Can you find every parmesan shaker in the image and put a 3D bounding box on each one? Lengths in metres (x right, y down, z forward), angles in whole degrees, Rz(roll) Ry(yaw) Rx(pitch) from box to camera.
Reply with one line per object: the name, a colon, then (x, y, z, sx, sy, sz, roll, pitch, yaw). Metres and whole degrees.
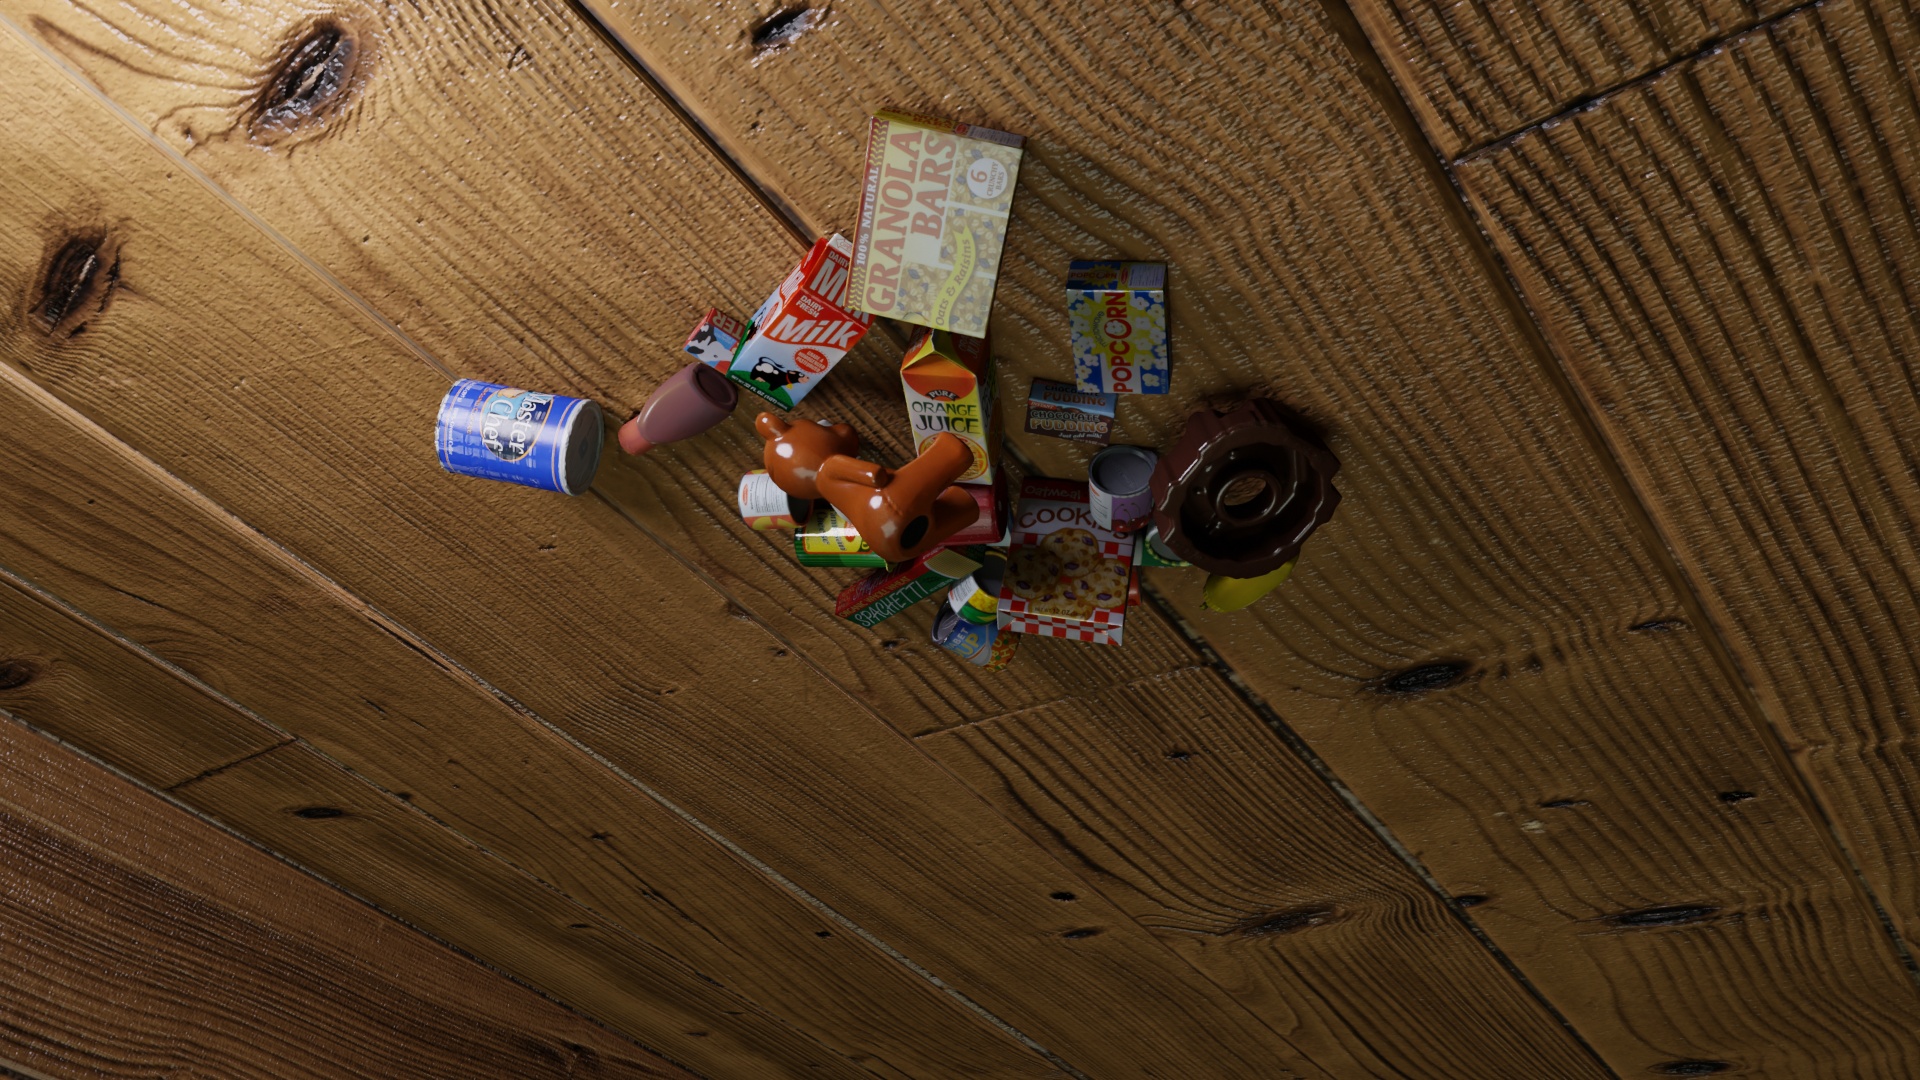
parmesan shaker: (-0.122, 0.000, 1.512, 0.103, 0.072, 0.071, -1, 140, 18)

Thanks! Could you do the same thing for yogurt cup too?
yogurt cup: (0.166, 0.044, 1.488, 0.054, 0.073, 0.072, -5, 139, 11)

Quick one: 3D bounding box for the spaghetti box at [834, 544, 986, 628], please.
spaghetti box: (-0.061, 0.046, 1.563, 0.050, 0.029, 0.249, 26, 148, -25)

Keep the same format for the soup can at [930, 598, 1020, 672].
soup can: (0.017, 0.109, 1.607, 0.084, 0.072, 0.071, 31, 139, -21)

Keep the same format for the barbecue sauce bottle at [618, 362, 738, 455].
barbecue sauce bottle: (-0.296, -0.129, 1.428, 0.148, 0.044, 0.065, -24, 128, 39)

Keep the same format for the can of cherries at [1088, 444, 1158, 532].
can of cherries: (0.162, -0.051, 1.367, 0.071, 0.072, 0.058, 5, 141, 11)

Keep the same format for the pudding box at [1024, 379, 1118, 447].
pudding box: (0.105, -0.122, 1.324, 0.084, 0.030, 0.049, 11, 141, 3)

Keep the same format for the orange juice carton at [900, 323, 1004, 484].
orange juice carton: (-0.008, -0.142, 1.300, 0.073, 0.072, 0.191, 4, 141, 12)

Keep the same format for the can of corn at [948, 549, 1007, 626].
can of corn: (0.030, 0.052, 1.537, 0.071, 0.071, 0.058, 24, 141, -12)

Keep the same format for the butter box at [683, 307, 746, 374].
butter box: (-0.212, -0.180, 1.354, 0.103, 0.024, 0.053, 31, 140, -20)

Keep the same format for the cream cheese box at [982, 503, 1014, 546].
cream cheese box: (0.005, -0.019, 1.489, 0.104, 0.024, 0.053, 0, 142, 17)

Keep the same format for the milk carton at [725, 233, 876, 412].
milk carton: (-0.132, -0.204, 1.259, 0.072, 0.074, 0.189, 31, 139, -21)

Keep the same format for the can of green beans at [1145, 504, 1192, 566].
can of green beans: (0.222, -0.015, 1.399, 0.071, 0.058, 0.071, 8, 142, 7)

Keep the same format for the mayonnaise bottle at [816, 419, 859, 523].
mayonnaise bottle: (-0.110, -0.053, 1.400, 0.148, 0.065, 0.041, 46, 149, 11)

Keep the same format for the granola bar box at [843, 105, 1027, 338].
granola bar box: (-0.023, -0.258, 1.139, 0.124, 0.039, 0.164, 13, 120, 2)

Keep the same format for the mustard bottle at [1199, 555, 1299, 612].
mustard bottle: (0.293, 0.037, 1.443, 0.049, 0.065, 0.159, 27, 147, -7)

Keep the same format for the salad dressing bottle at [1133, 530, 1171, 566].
salad dressing bottle: (0.152, 0.007, 1.450, 0.148, 0.064, 0.043, 3, 154, 2)

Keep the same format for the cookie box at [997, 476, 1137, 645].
cookie box: (0.110, 0.017, 1.385, 0.123, 0.168, 0.040, 7, 144, 9)

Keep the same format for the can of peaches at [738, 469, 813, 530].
can of peaches: (-0.195, -0.045, 1.486, 0.058, 0.071, 0.071, -4, 139, 21)

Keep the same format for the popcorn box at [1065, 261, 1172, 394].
popcorn box: (0.142, -0.186, 1.226, 0.085, 0.038, 0.126, 3, 141, 14)
